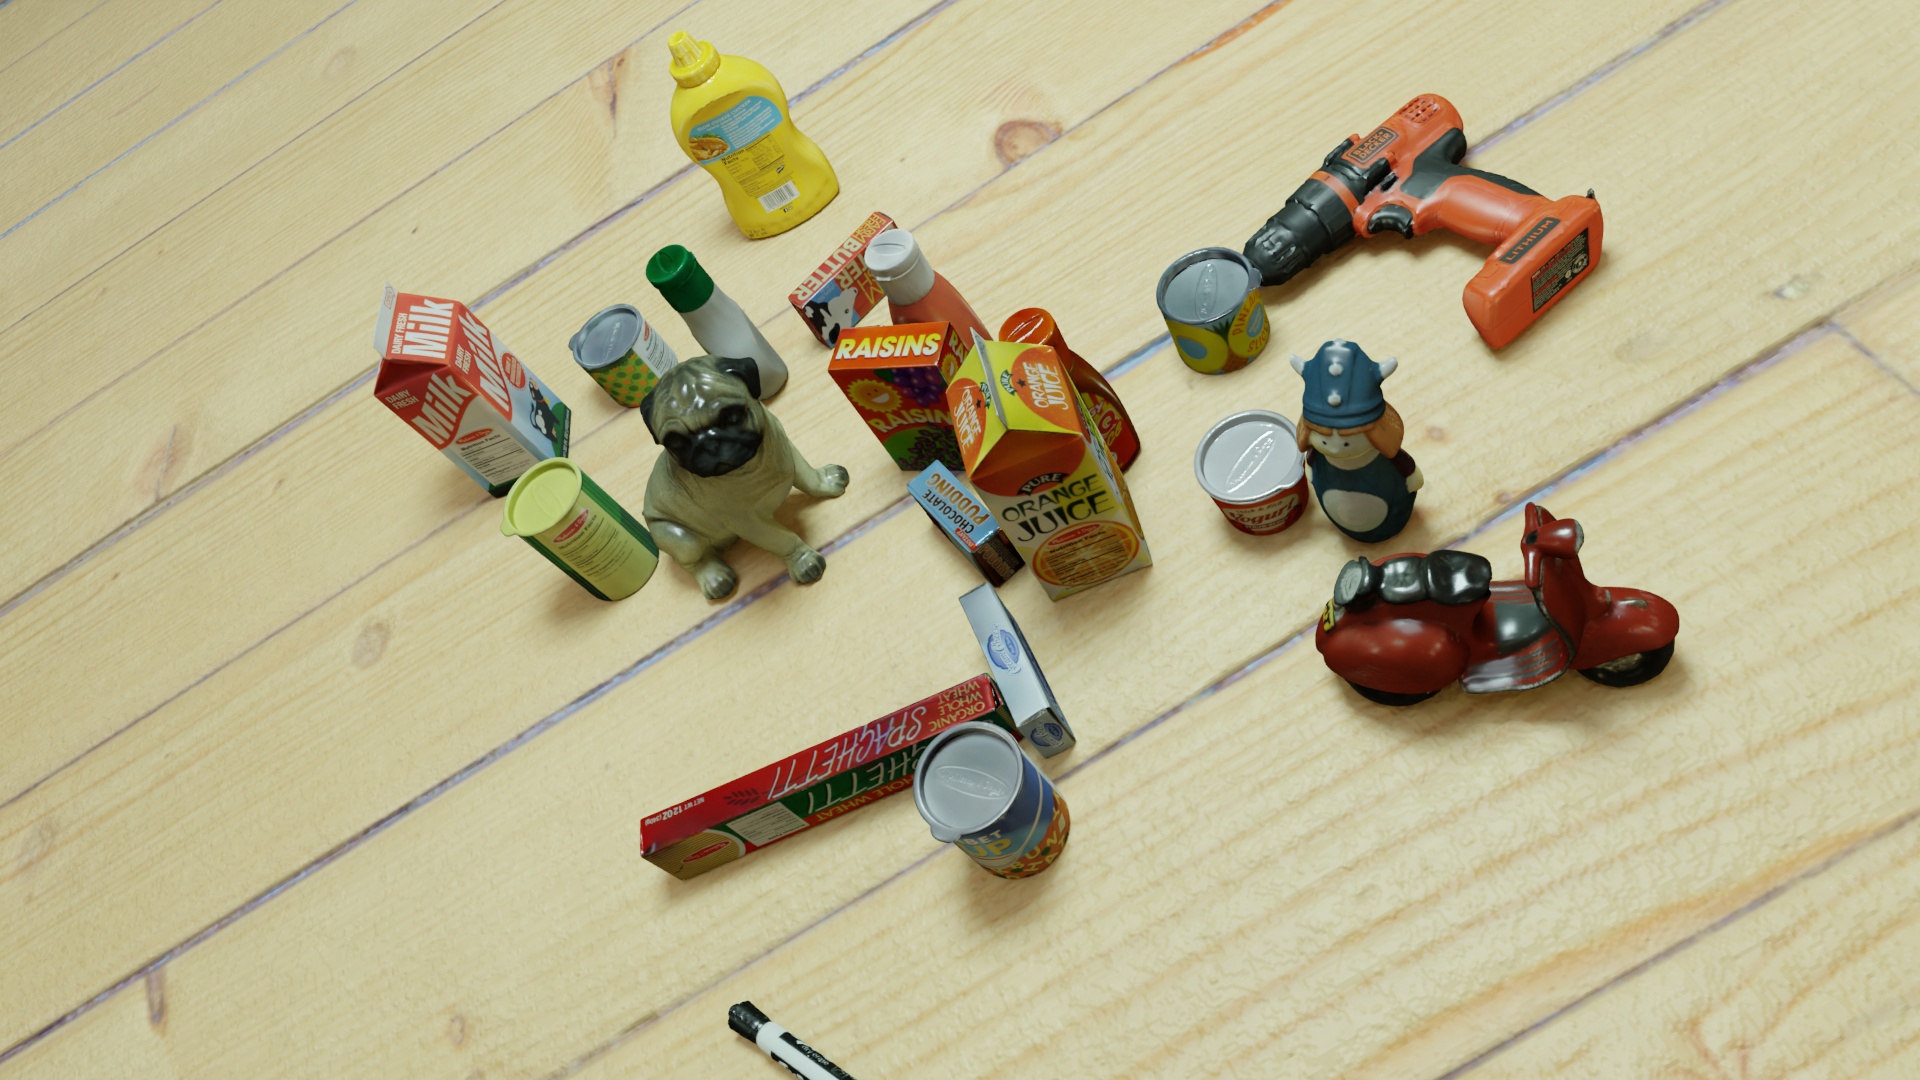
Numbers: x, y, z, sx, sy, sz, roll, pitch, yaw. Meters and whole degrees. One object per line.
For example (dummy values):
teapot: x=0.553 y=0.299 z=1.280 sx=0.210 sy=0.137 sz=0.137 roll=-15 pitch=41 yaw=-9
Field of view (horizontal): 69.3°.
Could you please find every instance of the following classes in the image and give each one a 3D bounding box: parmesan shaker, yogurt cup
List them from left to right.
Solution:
parmesan shaker: x=-0.282 y=-0.005 z=1.033 sx=0.071 sy=0.102 sz=0.071 roll=-13 pitch=55 yaw=19
yogurt cup: x=0.184 y=-0.039 z=0.862 sx=0.072 sy=0.053 sz=0.073 roll=-13 pitch=55 yaw=18

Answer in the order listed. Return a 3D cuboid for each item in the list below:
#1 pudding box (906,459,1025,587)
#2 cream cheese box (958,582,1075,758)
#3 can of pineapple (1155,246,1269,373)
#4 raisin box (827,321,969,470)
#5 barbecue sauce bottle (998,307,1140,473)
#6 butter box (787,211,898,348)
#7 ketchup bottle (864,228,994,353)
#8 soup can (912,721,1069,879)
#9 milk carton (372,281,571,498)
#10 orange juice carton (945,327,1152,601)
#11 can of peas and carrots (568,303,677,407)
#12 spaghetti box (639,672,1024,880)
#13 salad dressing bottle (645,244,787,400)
pudding box: x=0.003 y=-0.012 z=0.934 sx=0.030 sy=0.049 sz=0.084 roll=-41 pitch=51 yaw=-3
cream cheese box: x=0.035 y=0.080 z=0.856 sx=0.024 sy=0.053 sz=0.104 roll=-30 pitch=51 yaw=6
can of pineapple: x=0.173 y=-0.155 z=0.941 sx=0.071 sy=0.057 sz=0.071 roll=-13 pitch=55 yaw=18
raisin box: x=-0.025 y=-0.097 z=0.957 sx=0.086 sy=0.123 sz=0.040 roll=1 pitch=60 yaw=27
barbecue sauce bottle: x=0.067 y=-0.090 z=0.891 sx=0.065 sy=0.148 sz=0.044 roll=-39 pitch=51 yaw=-2
butter box: x=-0.085 y=-0.207 z=1.103 sx=0.103 sy=0.053 sz=0.024 roll=-46 pitch=51 yaw=-8
ketchup bottle: x=-0.020 y=-0.155 z=0.976 sx=0.065 sy=0.148 sz=0.044 roll=8 pitch=64 yaw=30
soup can: x=0.018 y=0.153 z=0.796 sx=0.071 sy=0.083 sz=0.072 roll=-13 pitch=55 yaw=19
milk carton: x=-0.399 y=-0.122 z=1.110 sx=0.073 sy=0.190 sz=0.073 roll=-19 pitch=53 yaw=15
orange juice carton: x=0.049 y=-0.047 z=0.843 sx=0.073 sy=0.192 sz=0.072 roll=-22 pitch=52 yaw=12
can of peas and carrots: x=-0.281 y=-0.153 z=1.159 sx=0.071 sy=0.058 sz=0.071 roll=-13 pitch=55 yaw=18
spaghetti box: x=-0.081 y=0.150 z=0.868 sx=0.250 sy=0.050 sz=0.029 roll=-24 pitch=52 yaw=10
salad dressing bottle: x=-0.186 y=-0.166 z=1.064 sx=0.044 sy=0.147 sz=0.064 roll=-37 pitch=51 yaw=0
